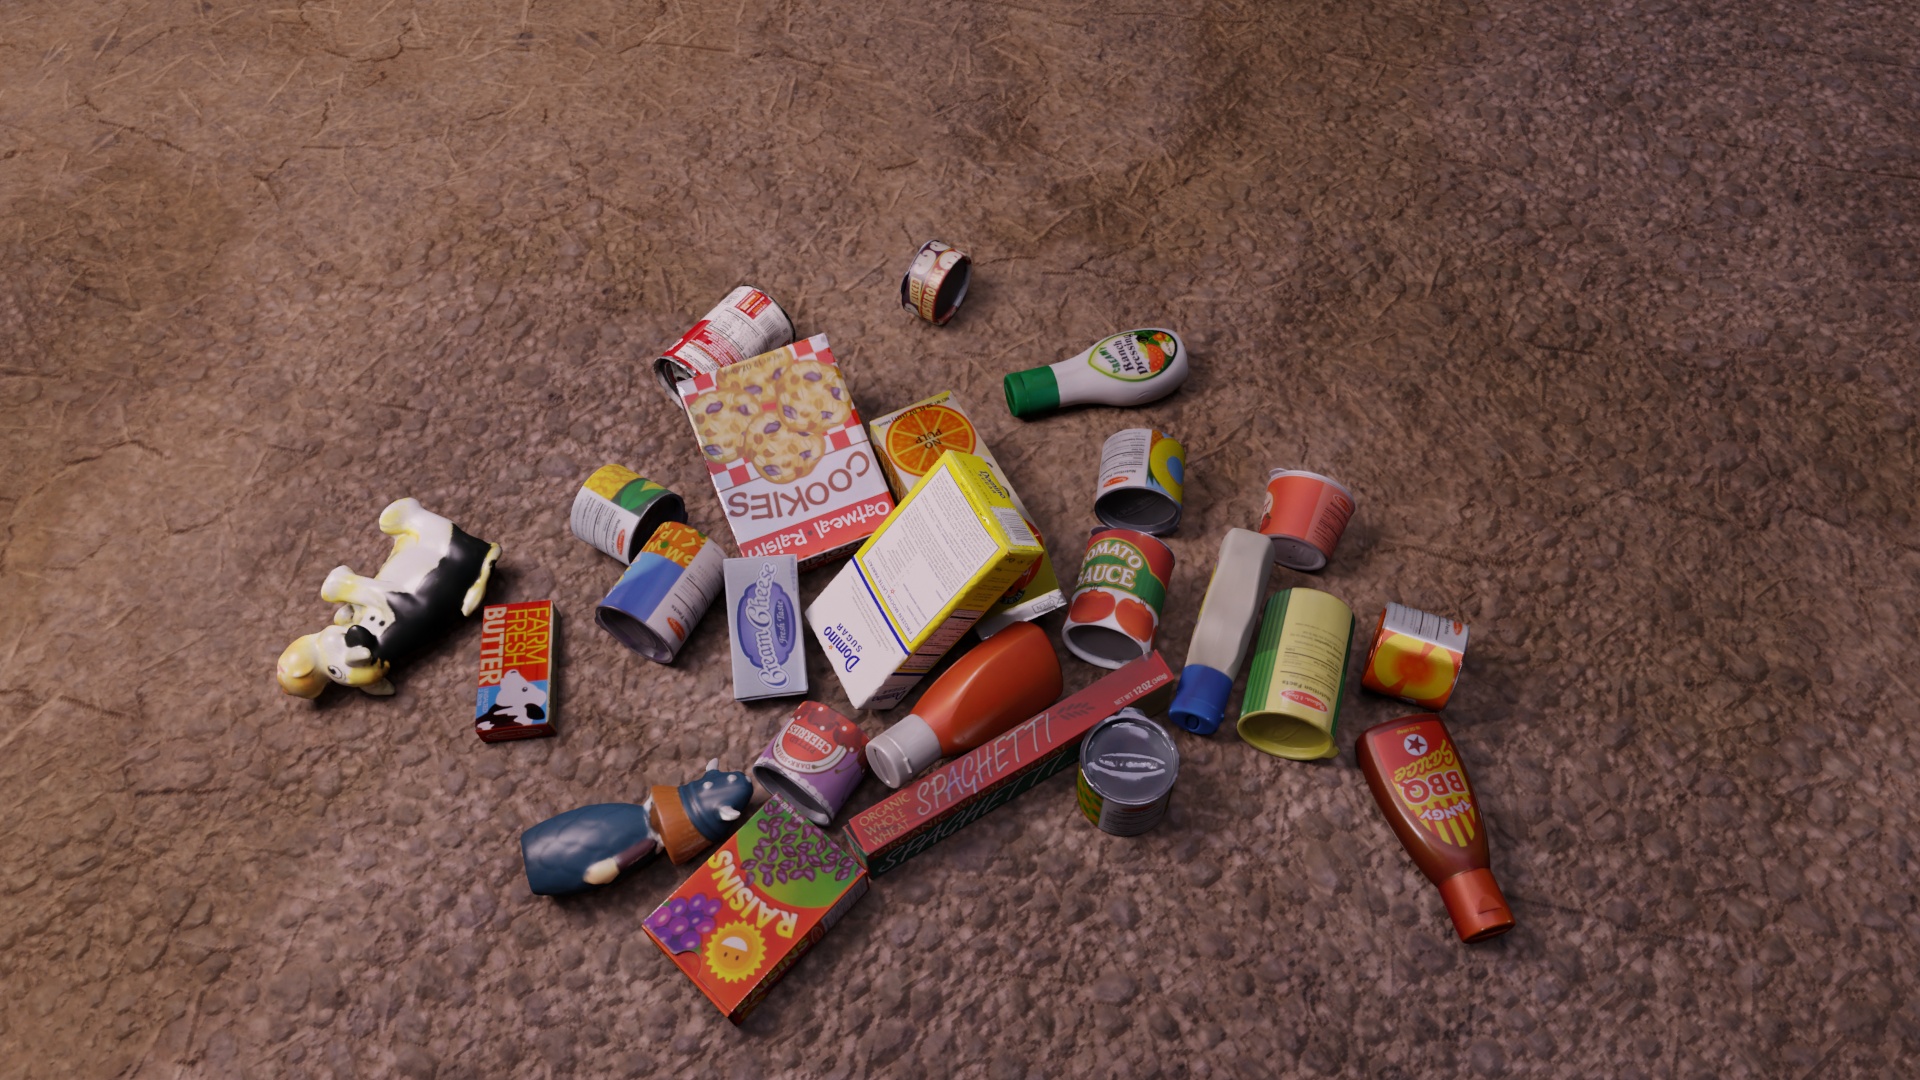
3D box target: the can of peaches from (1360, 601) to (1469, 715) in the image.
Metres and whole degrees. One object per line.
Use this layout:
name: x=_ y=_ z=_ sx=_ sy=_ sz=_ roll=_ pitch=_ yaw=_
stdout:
can of peaches: x=0.321 y=0.084 z=0.985 sx=0.058 sy=0.071 sz=0.071 roll=18 pitch=59 yaw=12

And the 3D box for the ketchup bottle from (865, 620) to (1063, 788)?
ketchup bottle: x=0.003 y=0.116 z=0.956 sx=0.149 sy=0.064 sz=0.043 roll=-31 pitch=25 yaw=-30

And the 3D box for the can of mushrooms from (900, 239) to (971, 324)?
can of mushrooms: x=-0.021 y=-0.219 z=1.184 sx=0.033 sy=0.070 sz=0.071 roll=28 pitch=62 yaw=16

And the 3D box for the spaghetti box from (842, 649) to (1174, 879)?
spaghetti box: x=0.037 y=0.153 z=0.953 sx=0.251 sy=0.050 sz=0.029 roll=-27 pitch=60 yaw=-15

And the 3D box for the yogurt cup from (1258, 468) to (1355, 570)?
yogurt cup: x=0.258 y=-0.013 z=1.050 sx=0.072 sy=0.072 sz=0.054 roll=19 pitch=68 yaw=13

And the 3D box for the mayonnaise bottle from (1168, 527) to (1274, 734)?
mayonnaise bottle: x=0.189 y=0.066 z=1.001 sx=0.041 sy=0.064 sz=0.149 roll=16 pitch=62 yaw=15

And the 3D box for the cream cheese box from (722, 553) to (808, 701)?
cream cheese box: x=-0.140 y=0.063 z=1.007 sx=0.053 sy=0.024 sz=0.104 roll=-6 pitch=82 yaw=-4

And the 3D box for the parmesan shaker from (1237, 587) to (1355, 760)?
parmesan shaker: x=0.240 y=0.095 z=0.979 sx=0.071 sy=0.071 sz=0.103 roll=14 pitch=58 yaw=10

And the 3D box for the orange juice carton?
orange juice carton: x=0.004 y=-0.013 z=1.048 sx=0.072 sy=0.072 sz=0.193 roll=-23 pitch=60 yaw=-14

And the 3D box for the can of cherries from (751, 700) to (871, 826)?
can of cherries: x=-0.099 y=0.150 z=0.945 sx=0.071 sy=0.071 sz=0.058 roll=28 pitch=62 yaw=18

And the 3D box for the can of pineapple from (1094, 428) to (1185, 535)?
can of pineapple: x=0.140 y=-0.044 z=1.071 sx=0.071 sy=0.070 sz=0.058 roll=7 pitch=58 yaw=6

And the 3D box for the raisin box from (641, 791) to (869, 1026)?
raisin box: x=-0.132 y=0.239 z=0.907 sx=0.086 sy=0.040 sz=0.124 roll=38 pitch=66 yaw=21

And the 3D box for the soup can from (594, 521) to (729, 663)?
soup can: x=-0.219 y=0.037 z=1.024 sx=0.071 sy=0.071 sz=0.084 roll=23 pitch=60 yaw=15

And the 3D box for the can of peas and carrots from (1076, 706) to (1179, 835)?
can of peas and carrots: x=0.112 y=0.157 z=0.944 sx=0.071 sy=0.058 sz=0.071 roll=0 pitch=57 yaw=1

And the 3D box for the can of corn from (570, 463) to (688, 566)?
can of corn: x=-0.253 y=-0.019 z=1.062 sx=0.058 sy=0.070 sz=0.071 roll=26 pitch=61 yaw=17

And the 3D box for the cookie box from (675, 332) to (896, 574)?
cookie box: x=-0.132 y=-0.061 z=1.072 sx=0.123 sy=0.040 sz=0.167 roll=-20 pitch=78 yaw=-11

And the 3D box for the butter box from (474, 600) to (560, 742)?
butter box: x=-0.322 y=0.094 z=1.013 sx=0.053 sy=0.024 sz=0.104 roll=-6 pitch=58 yaw=-4

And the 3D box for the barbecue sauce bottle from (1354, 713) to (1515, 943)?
barbecue sauce bottle: x=0.320 y=0.191 z=0.927 sx=0.065 sy=0.043 sz=0.149 roll=-12 pitch=58 yaw=-8

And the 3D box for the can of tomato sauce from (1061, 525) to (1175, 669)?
can of tomato sauce: x=0.114 y=0.042 z=1.012 sx=0.071 sy=0.071 sz=0.083 roll=14 pitch=59 yaw=10

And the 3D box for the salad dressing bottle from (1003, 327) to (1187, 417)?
salad dressing bottle: x=0.111 y=-0.135 z=1.142 sx=0.148 sy=0.043 sz=0.064 roll=-15 pitch=59 yaw=-8
